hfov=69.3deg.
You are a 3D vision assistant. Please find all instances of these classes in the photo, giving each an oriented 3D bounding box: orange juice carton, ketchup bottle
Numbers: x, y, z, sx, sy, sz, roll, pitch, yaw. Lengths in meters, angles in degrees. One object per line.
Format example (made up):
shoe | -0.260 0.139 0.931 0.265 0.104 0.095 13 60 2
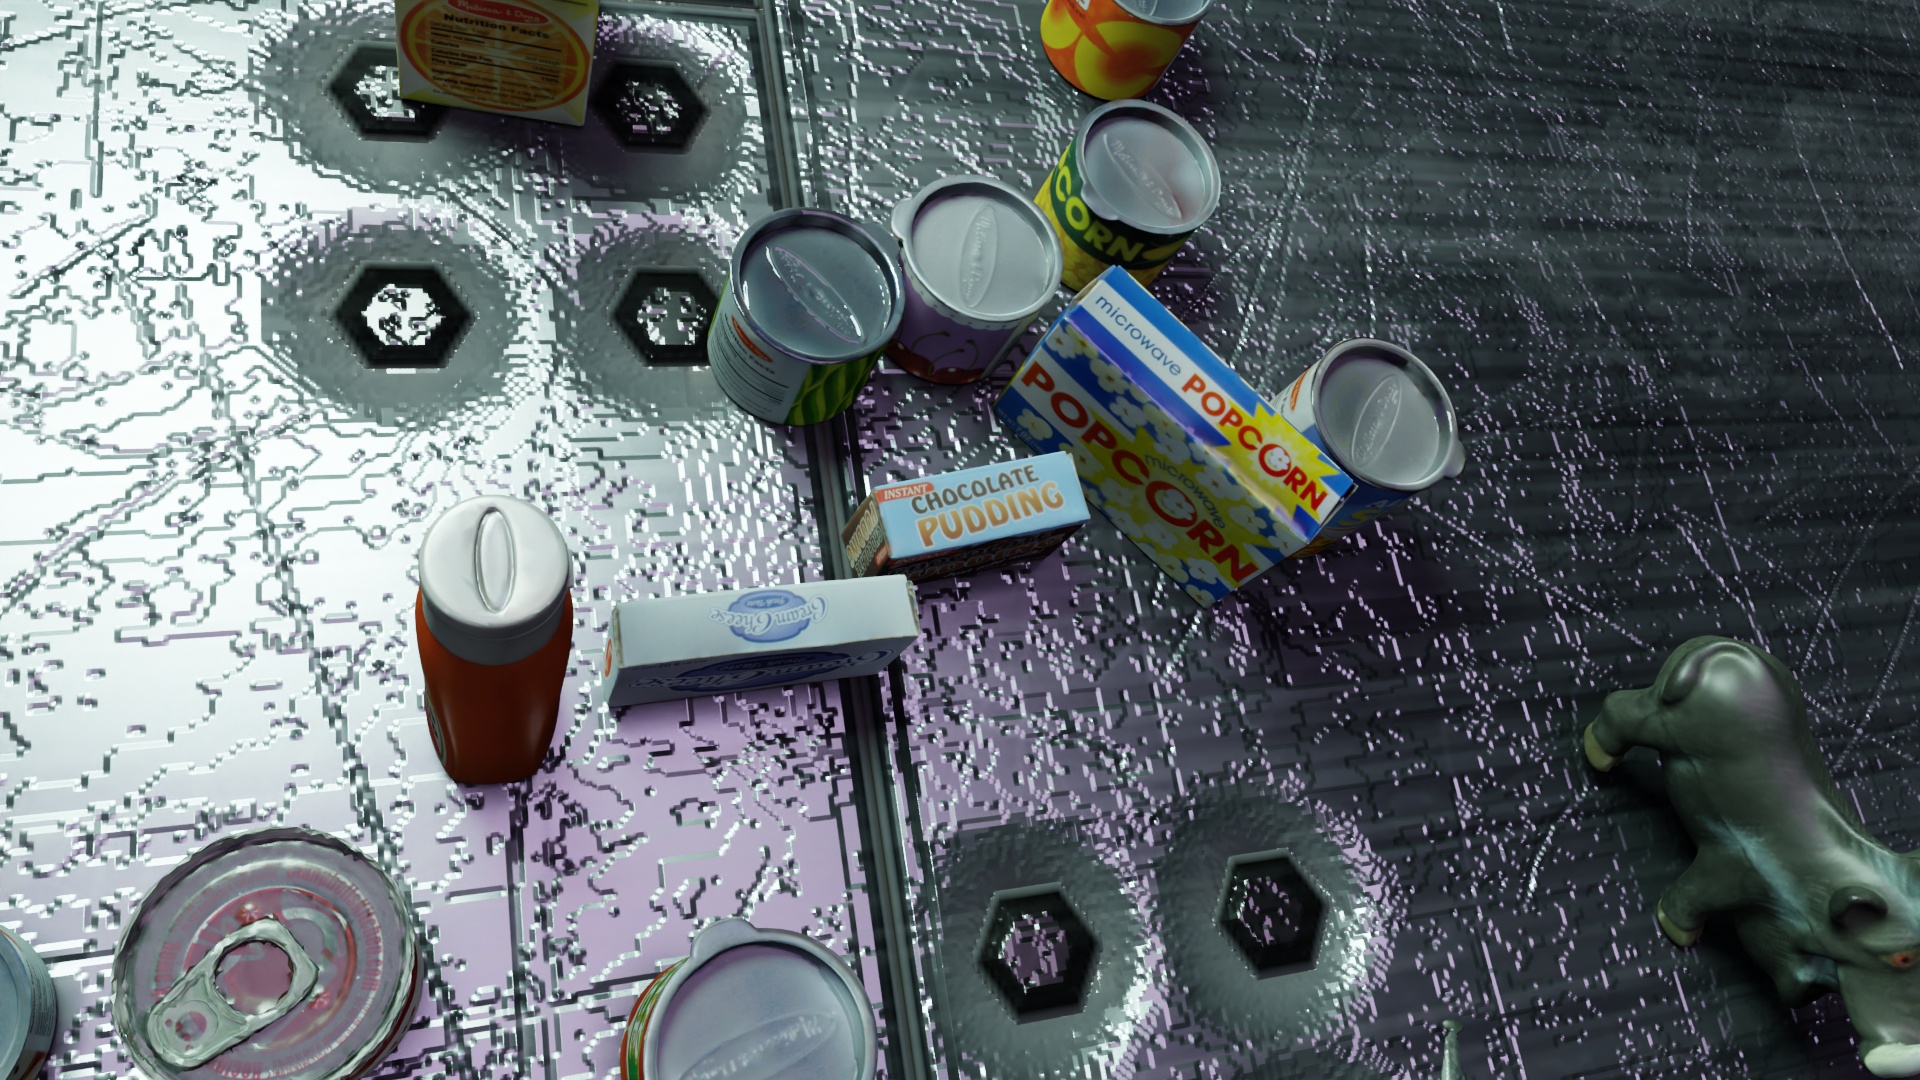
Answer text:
orange juice carton | -0.159 -0.235 0.484 0.073 0.192 0.072 4 69 -18
ketchup bottle | -0.138 0.029 0.413 0.043 0.148 0.065 -2 71 -20

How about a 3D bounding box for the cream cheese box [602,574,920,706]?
cream cheese box | -0.071 0.035 0.487 0.104 0.053 0.024 -5 72 -21

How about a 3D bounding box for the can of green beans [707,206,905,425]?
can of green beans | -0.061 -0.085 0.536 0.071 0.057 0.071 7 68 -17

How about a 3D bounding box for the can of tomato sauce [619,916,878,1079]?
can of tomato sauce | -0.069 0.155 0.425 0.071 0.082 0.071 7 68 -17

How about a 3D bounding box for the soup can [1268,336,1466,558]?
soup can | 0.155 -0.034 0.576 0.071 0.083 0.071 7 68 -17

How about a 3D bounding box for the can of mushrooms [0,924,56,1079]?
can of mushrooms | -0.292 0.136 0.382 0.071 0.033 0.071 7 68 -17

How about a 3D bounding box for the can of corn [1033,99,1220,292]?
can of corn | 0.068 -0.146 0.604 0.071 0.058 0.071 7 68 -17

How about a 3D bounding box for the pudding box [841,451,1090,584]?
pudding box | 0.002 -0.007 0.531 0.084 0.049 0.030 -11 74 -23

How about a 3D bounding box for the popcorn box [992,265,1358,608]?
popcorn box | 0.081 -0.038 0.551 0.127 0.085 0.038 43 63 0

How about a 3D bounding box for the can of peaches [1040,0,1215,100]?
can of peaches | 0.075 -0.249 0.647 0.071 0.058 0.071 7 68 -17

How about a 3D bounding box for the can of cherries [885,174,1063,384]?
can of cherries | -0.002 -0.106 0.564 0.071 0.058 0.072 7 68 -17
